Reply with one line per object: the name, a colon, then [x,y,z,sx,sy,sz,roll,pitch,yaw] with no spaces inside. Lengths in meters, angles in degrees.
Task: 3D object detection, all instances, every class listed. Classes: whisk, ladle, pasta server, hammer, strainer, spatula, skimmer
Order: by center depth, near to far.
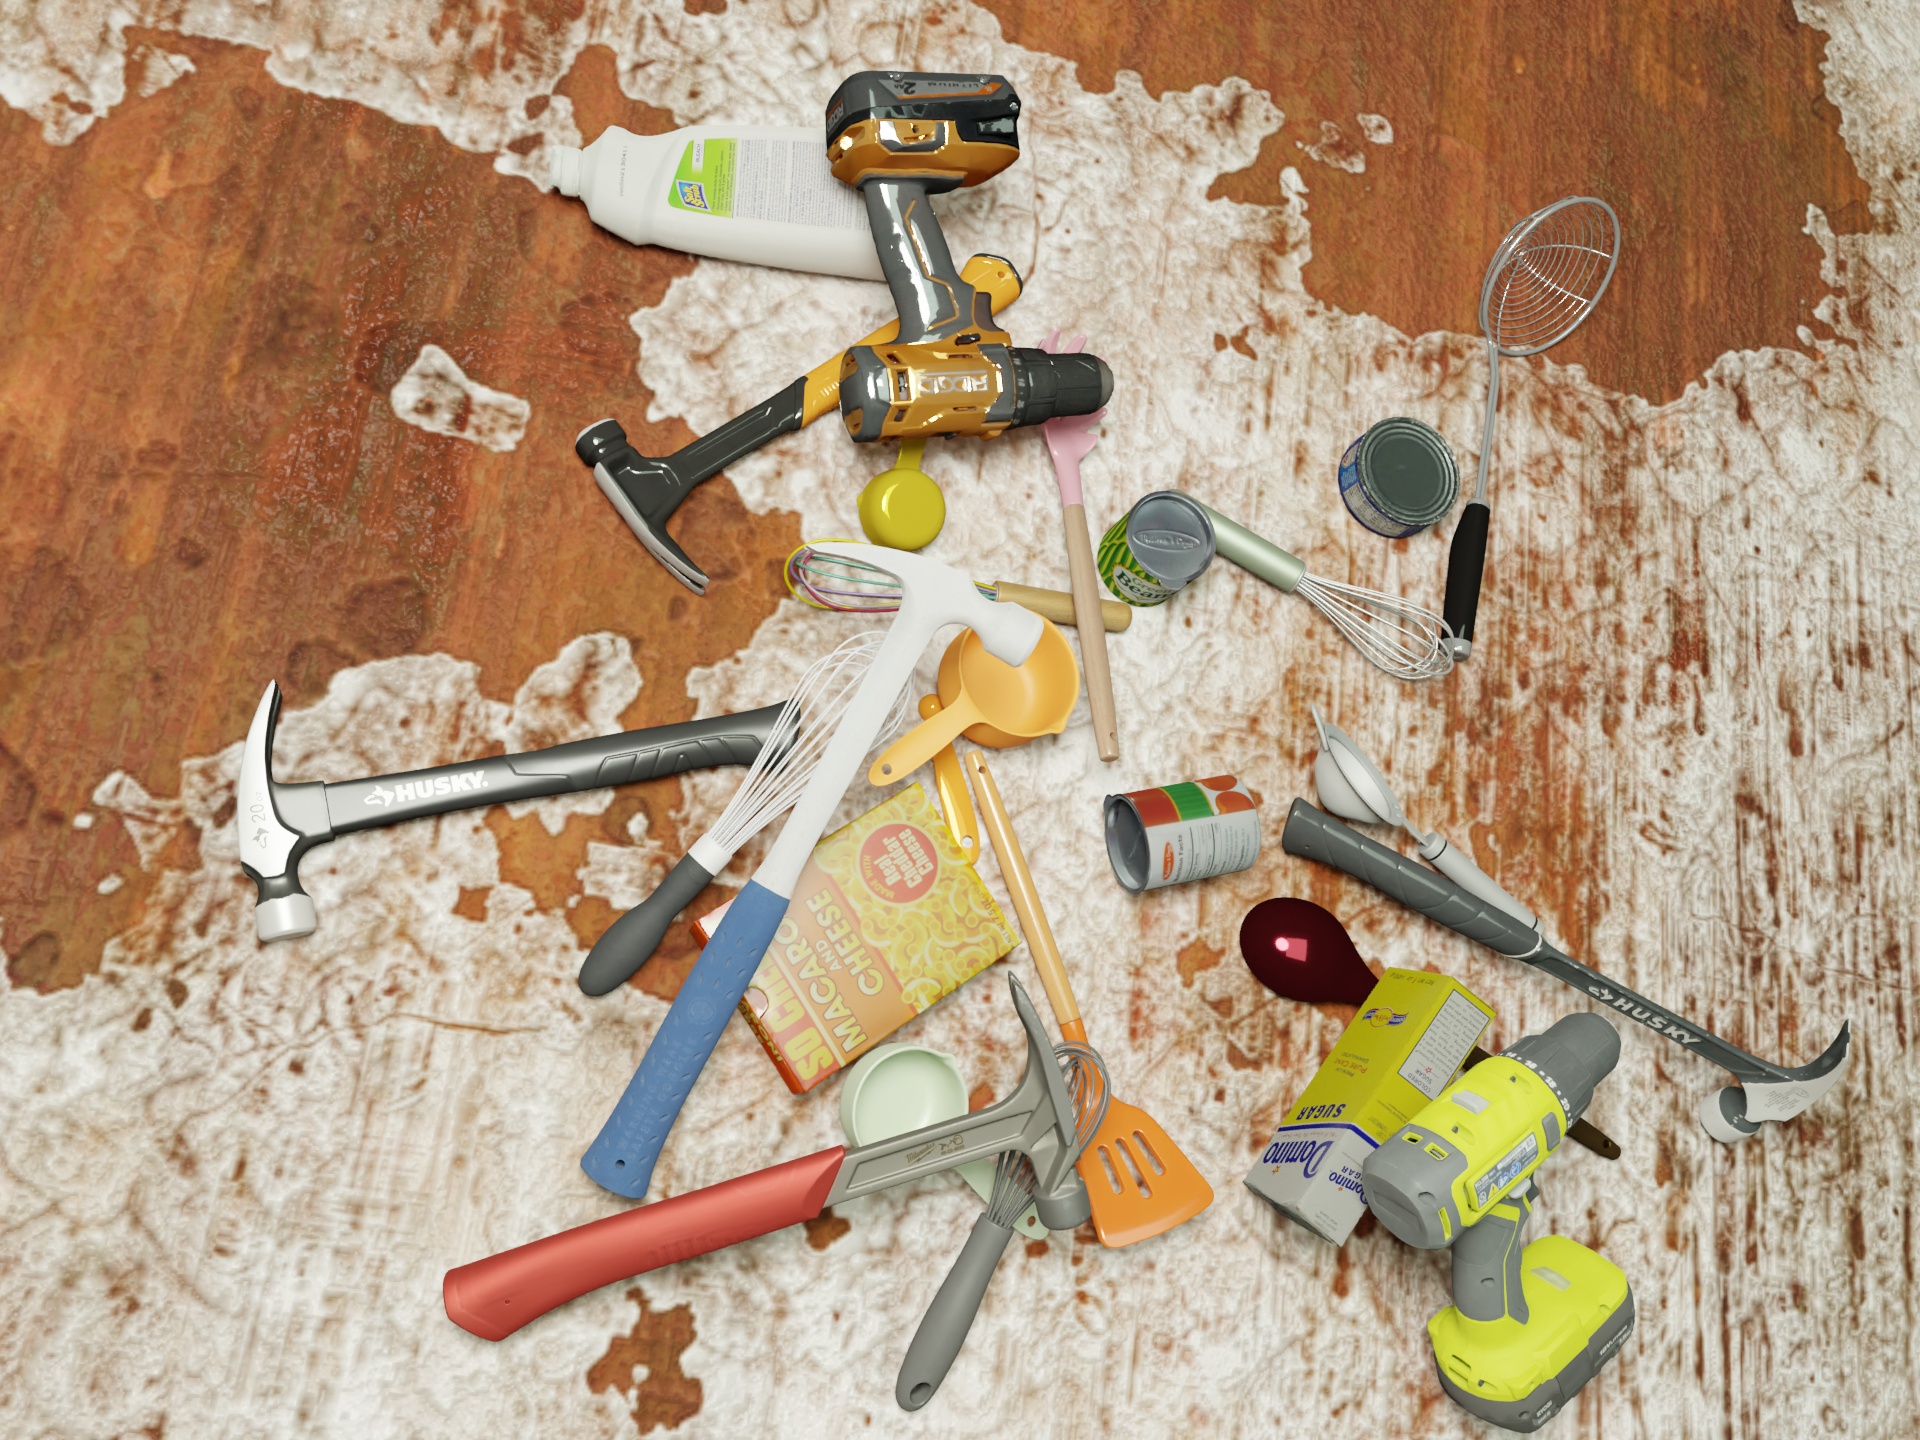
hammer: [-0.112,0.261,0.891,0.359,0.037,0.149,-16,99,-5]
hammer: [-0.110,0.085,0.920,0.144,0.035,0.405,29,89,-8]
whisk: [0.023,0.302,0.951,0.055,0.055,0.239,29,85,-8]
whisk: [-0.130,0.056,0.961,0.070,0.070,0.284,43,83,-2]
hammer: [-0.258,0.027,0.961,0.334,0.035,0.146,-10,80,-19]
spatula: [0.065,0.168,1.016,0.081,0.041,0.323,-17,81,-19]
whisk: [0.000,-0.084,1.067,0.245,0.051,0.047,8,95,-19]
hammer: [-0.085,-0.219,1.075,0.337,0.034,0.127,-36,87,-21]
pasta server: [0.084,-0.123,1.076,0.060,0.040,0.316,8,64,-29]
hammer: [0.401,0.161,1.082,0.409,0.149,0.036,28,54,0]
ladle: [0.327,0.218,1.089,0.315,0.031,0.069,33,72,-8]
strainer: [0.323,0.085,1.114,0.258,0.050,0.087,39,25,-9]
whisk: [0.248,-0.099,1.140,0.246,0.057,0.059,29,40,-4]
skimmer: [0.425,-0.219,1.195,0.127,0.090,0.363,29,69,-45]

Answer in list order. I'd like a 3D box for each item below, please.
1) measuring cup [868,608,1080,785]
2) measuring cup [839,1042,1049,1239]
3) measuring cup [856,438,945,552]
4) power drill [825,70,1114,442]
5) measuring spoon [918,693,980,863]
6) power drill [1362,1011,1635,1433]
measuring cup: [-0.002,-0.003,1.026,0.173,0.052,0.095,-36,92,-27]
measuring cup: [-0.007,0.264,0.979,0.167,0.038,0.083,47,70,-19]
measuring cup: [-0.026,-0.189,1.066,0.062,0.029,0.156,14,88,-26]
power drill: [0.006,-0.296,1.039,0.185,0.084,0.226,-7,92,-21]
measuring spoon: [-0.006,0.037,1.044,0.021,0.011,0.117,-11,79,-19]
power drill: [0.350,0.306,0.987,0.190,0.080,0.228,-31,117,-23]
